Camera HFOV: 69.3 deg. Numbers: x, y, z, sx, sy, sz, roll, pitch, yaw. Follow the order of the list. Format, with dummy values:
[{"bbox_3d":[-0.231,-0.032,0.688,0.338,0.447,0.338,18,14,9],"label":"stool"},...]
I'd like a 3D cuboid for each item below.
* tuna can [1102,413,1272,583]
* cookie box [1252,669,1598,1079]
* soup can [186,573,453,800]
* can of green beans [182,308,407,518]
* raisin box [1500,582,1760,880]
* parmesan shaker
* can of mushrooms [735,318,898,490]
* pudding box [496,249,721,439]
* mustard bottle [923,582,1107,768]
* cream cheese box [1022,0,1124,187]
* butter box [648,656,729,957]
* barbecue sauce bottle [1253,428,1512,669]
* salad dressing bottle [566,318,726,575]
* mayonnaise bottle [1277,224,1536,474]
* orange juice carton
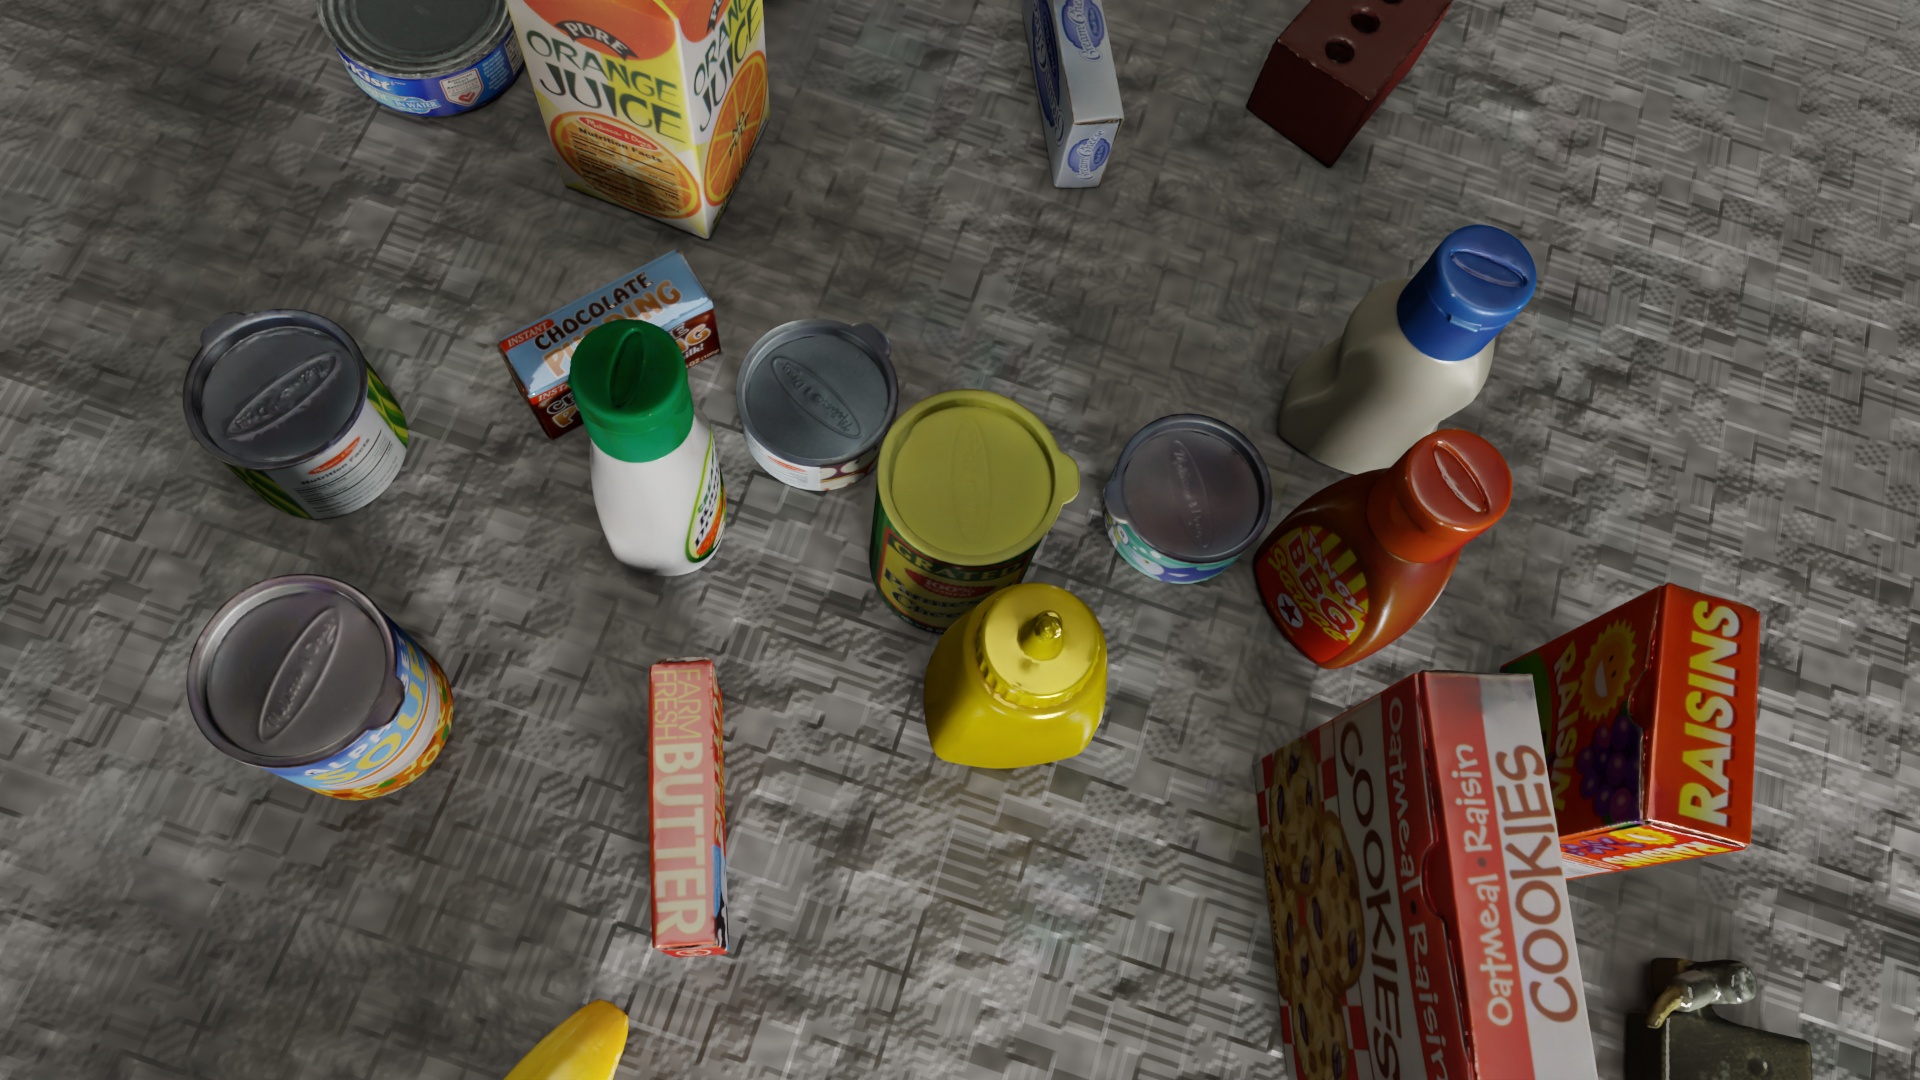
[{"bbox_3d":[0.092,-0.016,0.582,0.071,0.032,0.071,2,71,-5],"label":"tuna can"},{"bbox_3d":[0.146,0.122,0.468,0.040,0.167,0.123,0,72,-6],"label":"cookie box"},{"bbox_3d":[-0.223,0.056,0.498,0.071,0.083,0.071,2,71,-5],"label":"soup can"},{"bbox_3d":[-0.258,-0.048,0.545,0.071,0.057,0.071,2,71,-5],"label":"can of green beans"},{"bbox_3d":[0.241,0.075,0.517,0.040,0.123,0.086,16,71,0],"label":"raisin box"},{"bbox_3d":[0.002,-0.007,0.532,0.071,0.102,0.071,2,71,-5],"label":"parmesan shaker"},{"bbox_3d":[-0.058,-0.058,0.581,0.071,0.033,0.071,2,71,-5],"label":"can of mushrooms"},{"bbox_3d":[-0.142,-0.080,0.571,0.084,0.049,0.030,-31,77,-15],"label":"pudding box"},{"bbox_3d":[0.023,0.046,0.486,0.065,0.159,0.049,-1,72,-6],"label":"mustard bottle"},{"bbox_3d":[0.050,-0.220,0.636,0.024,0.053,0.104,-6,72,-7],"label":"cream cheese box"},{"bbox_3d":[-0.100,0.099,0.512,0.024,0.053,0.104,-3,72,-6],"label":"butter box"},{"bbox_3d":[0.156,0.002,0.520,0.044,0.148,0.065,-27,76,-13],"label":"barbecue sauce bottle"},{"bbox_3d":[-0.112,-0.031,0.506,0.044,0.147,0.064,9,71,-2],"label":"salad dressing bottle"},{"bbox_3d":[0.176,-0.071,0.548,0.065,0.147,0.041,22,71,2],"label":"mayonnaise bottle"},{"bbox_3d":[-0.124,-0.205,0.541,0.073,0.192,0.072,21,71,1],"label":"orange juice carton"}]
